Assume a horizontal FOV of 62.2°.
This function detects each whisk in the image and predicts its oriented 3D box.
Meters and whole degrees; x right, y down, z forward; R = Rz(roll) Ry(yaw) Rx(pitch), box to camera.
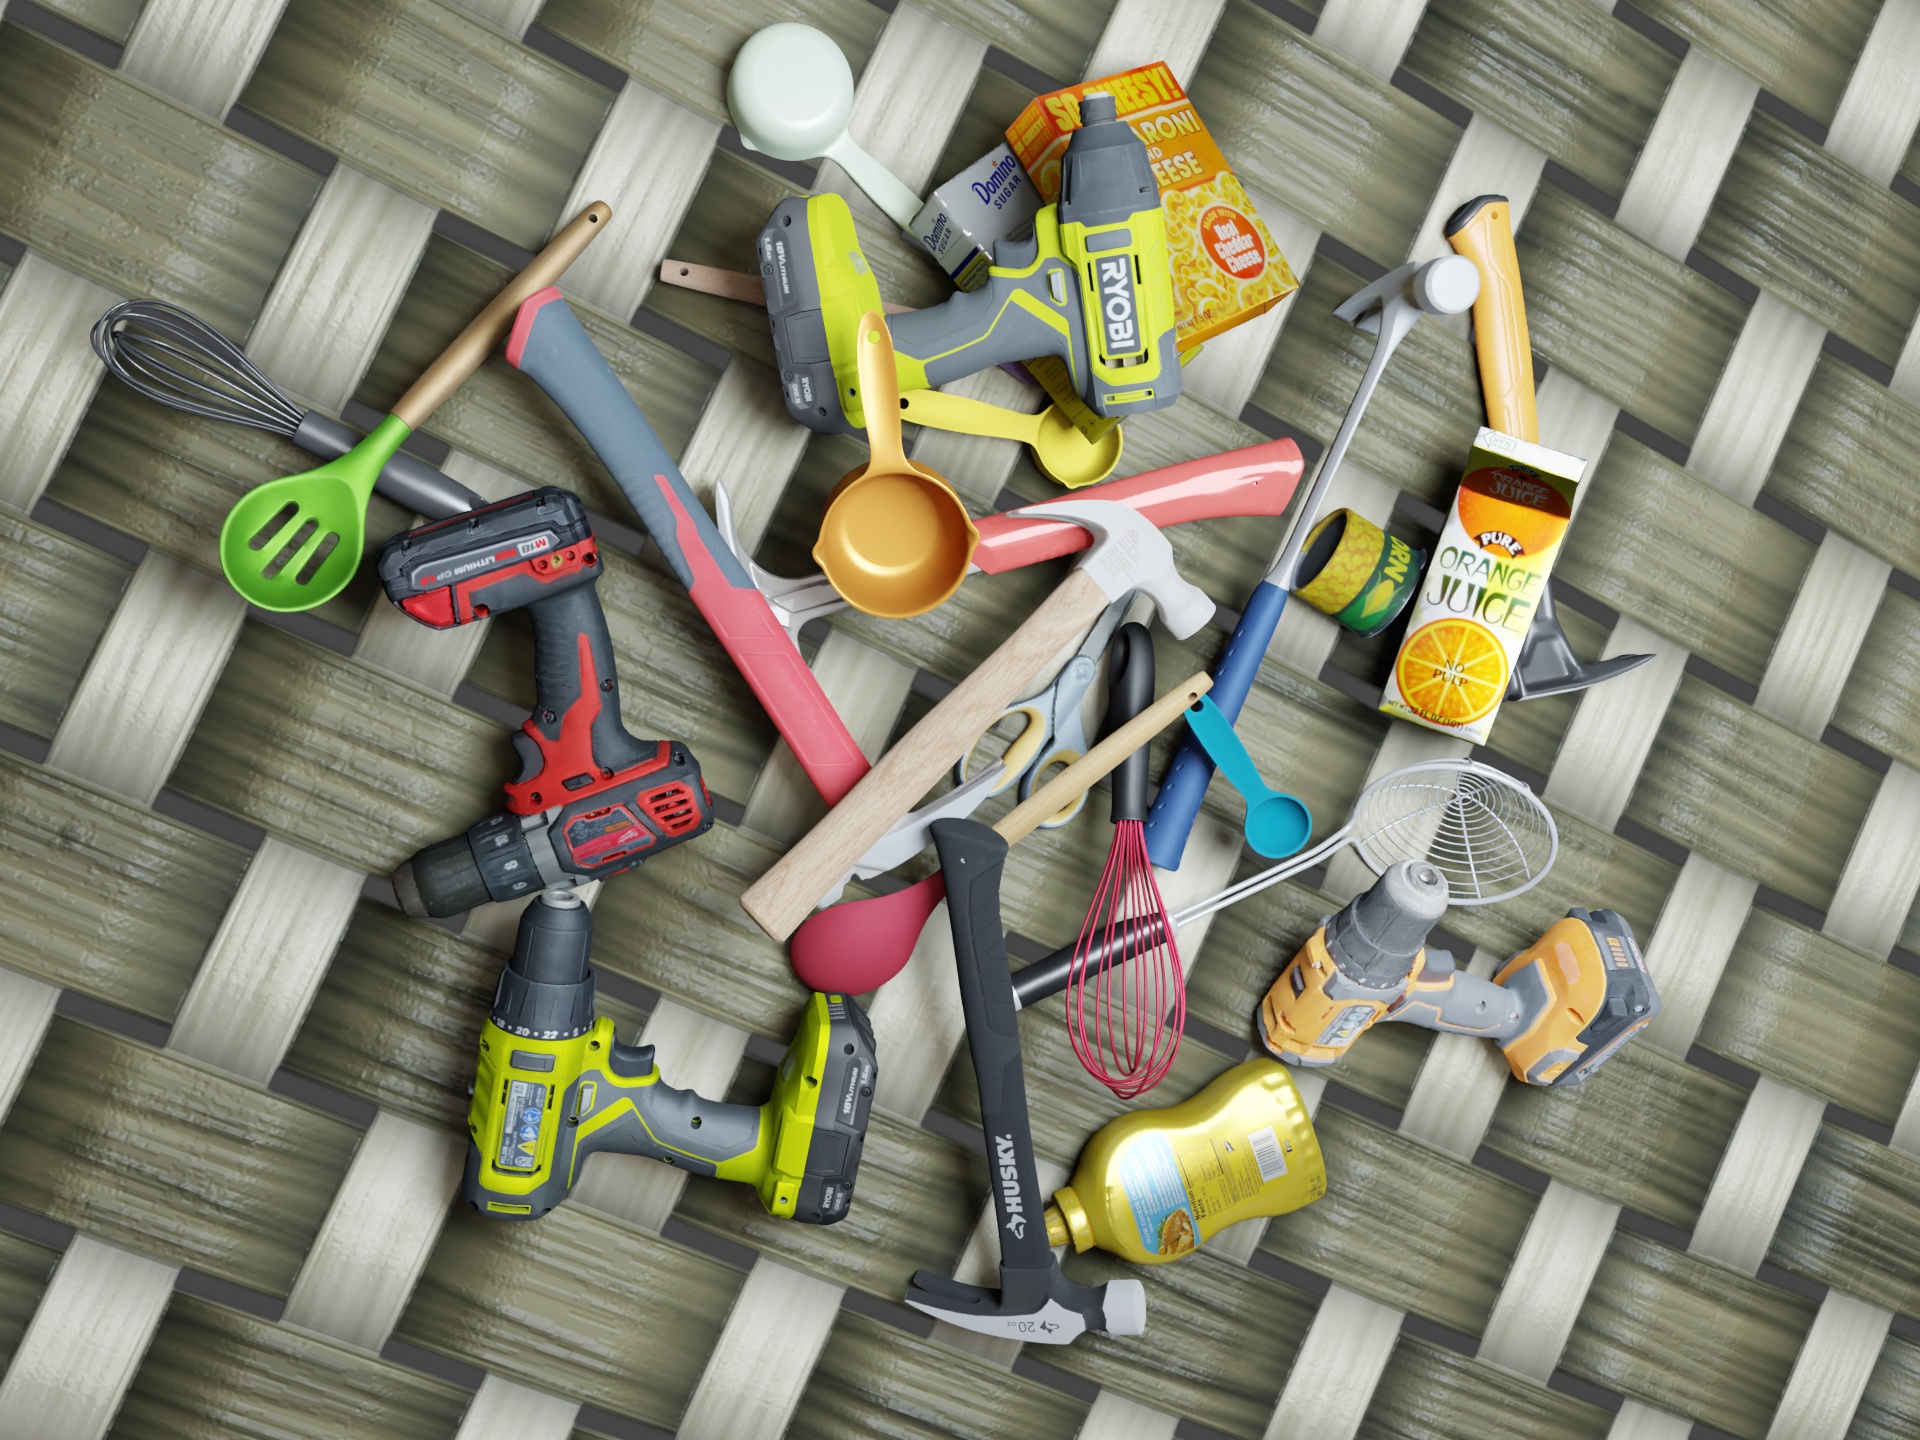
[{"bbox_3d":[0.103,0.082,0.980,0.073,0.073,0.296,5,77,-12],"label":"whisk"},{"bbox_3d":[-0.374,-0.168,0.909,0.238,0.055,0.055,28,86,-17],"label":"whisk"}]

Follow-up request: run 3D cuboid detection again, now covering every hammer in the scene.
[{"bbox_3d":[0.204,-0.096,1.010,0.035,0.144,0.405,22,96,-11],"label":"hammer"},{"bbox_3d":[-0.126,-0.084,0.927,0.143,0.038,0.386,-32,102,-2],"label":"hammer"},{"bbox_3d":[0.019,0.221,0.964,0.146,0.035,0.334,-6,101,15],"label":"hammer"},{"bbox_3d":[0.034,-0.122,0.978,0.359,0.037,0.149,-16,101,-5],"label":"hammer"},{"bbox_3d":[-0.001,-0.003,0.924,0.331,0.031,0.130,-45,102,-12],"label":"hammer"},{"bbox_3d":[0.383,-0.185,1.075,0.127,0.034,0.337,-11,94,-11],"label":"hammer"}]

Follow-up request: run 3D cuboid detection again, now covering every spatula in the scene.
[{"bbox_3d":[-0.028,-0.250,0.991,0.315,0.018,0.060,8,86,-14],"label":"spatula"}]

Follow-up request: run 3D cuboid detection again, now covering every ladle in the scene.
[{"bbox_3d":[0.026,0.071,0.969,0.315,0.031,0.069,-38,117,6],"label":"ladle"}]

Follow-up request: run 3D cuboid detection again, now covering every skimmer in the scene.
[{"bbox_3d":[0.201,0.124,1.019,0.363,0.090,0.127,-23,128,-8],"label":"skimmer"}]

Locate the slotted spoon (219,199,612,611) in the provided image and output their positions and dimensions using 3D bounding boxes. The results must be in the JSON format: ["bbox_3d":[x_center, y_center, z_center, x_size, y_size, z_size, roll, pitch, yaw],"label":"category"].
[{"bbox_3d":[-0.300,-0.186,0.904,0.070,0.031,0.314,42,71,-18],"label":"slotted spoon"}]

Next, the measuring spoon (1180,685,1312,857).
[{"bbox_3d":[0.172,0.029,0.985,0.042,0.021,0.128,-34,102,8],"label":"measuring spoon"}]

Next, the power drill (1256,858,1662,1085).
[{"bbox_3d":[0.324,0.159,1.010,0.226,0.185,0.084,7,47,-14],"label":"power drill"}]

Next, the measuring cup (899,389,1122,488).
[{"bbox_3d":[0.024,-0.185,1.002,0.156,0.029,0.062,10,90,-10],"label":"measuring cup"}]

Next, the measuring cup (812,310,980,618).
[{"bbox_3d":[-0.042,-0.147,0.905,0.095,0.052,0.173,-7,111,-3],"label":"measuring cup"}]

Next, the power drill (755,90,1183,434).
[{"bbox_3d":[0.006,-0.252,0.906,0.223,0.080,0.171,-6,108,12],"label":"power drill"}]

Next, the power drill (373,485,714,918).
[{"bbox_3d":[-0.261,-0.004,0.913,0.188,0.080,0.226,-20,107,-10],"label":"power drill"}]

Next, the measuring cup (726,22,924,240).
[{"bbox_3d":[-0.069,-0.352,0.967,0.167,0.038,0.083,42,84,-9],"label":"measuring cup"}]

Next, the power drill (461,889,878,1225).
[{"bbox_3d":[-0.170,0.206,0.940,0.228,0.080,0.190,10,100,-11],"label":"power drill"}]
